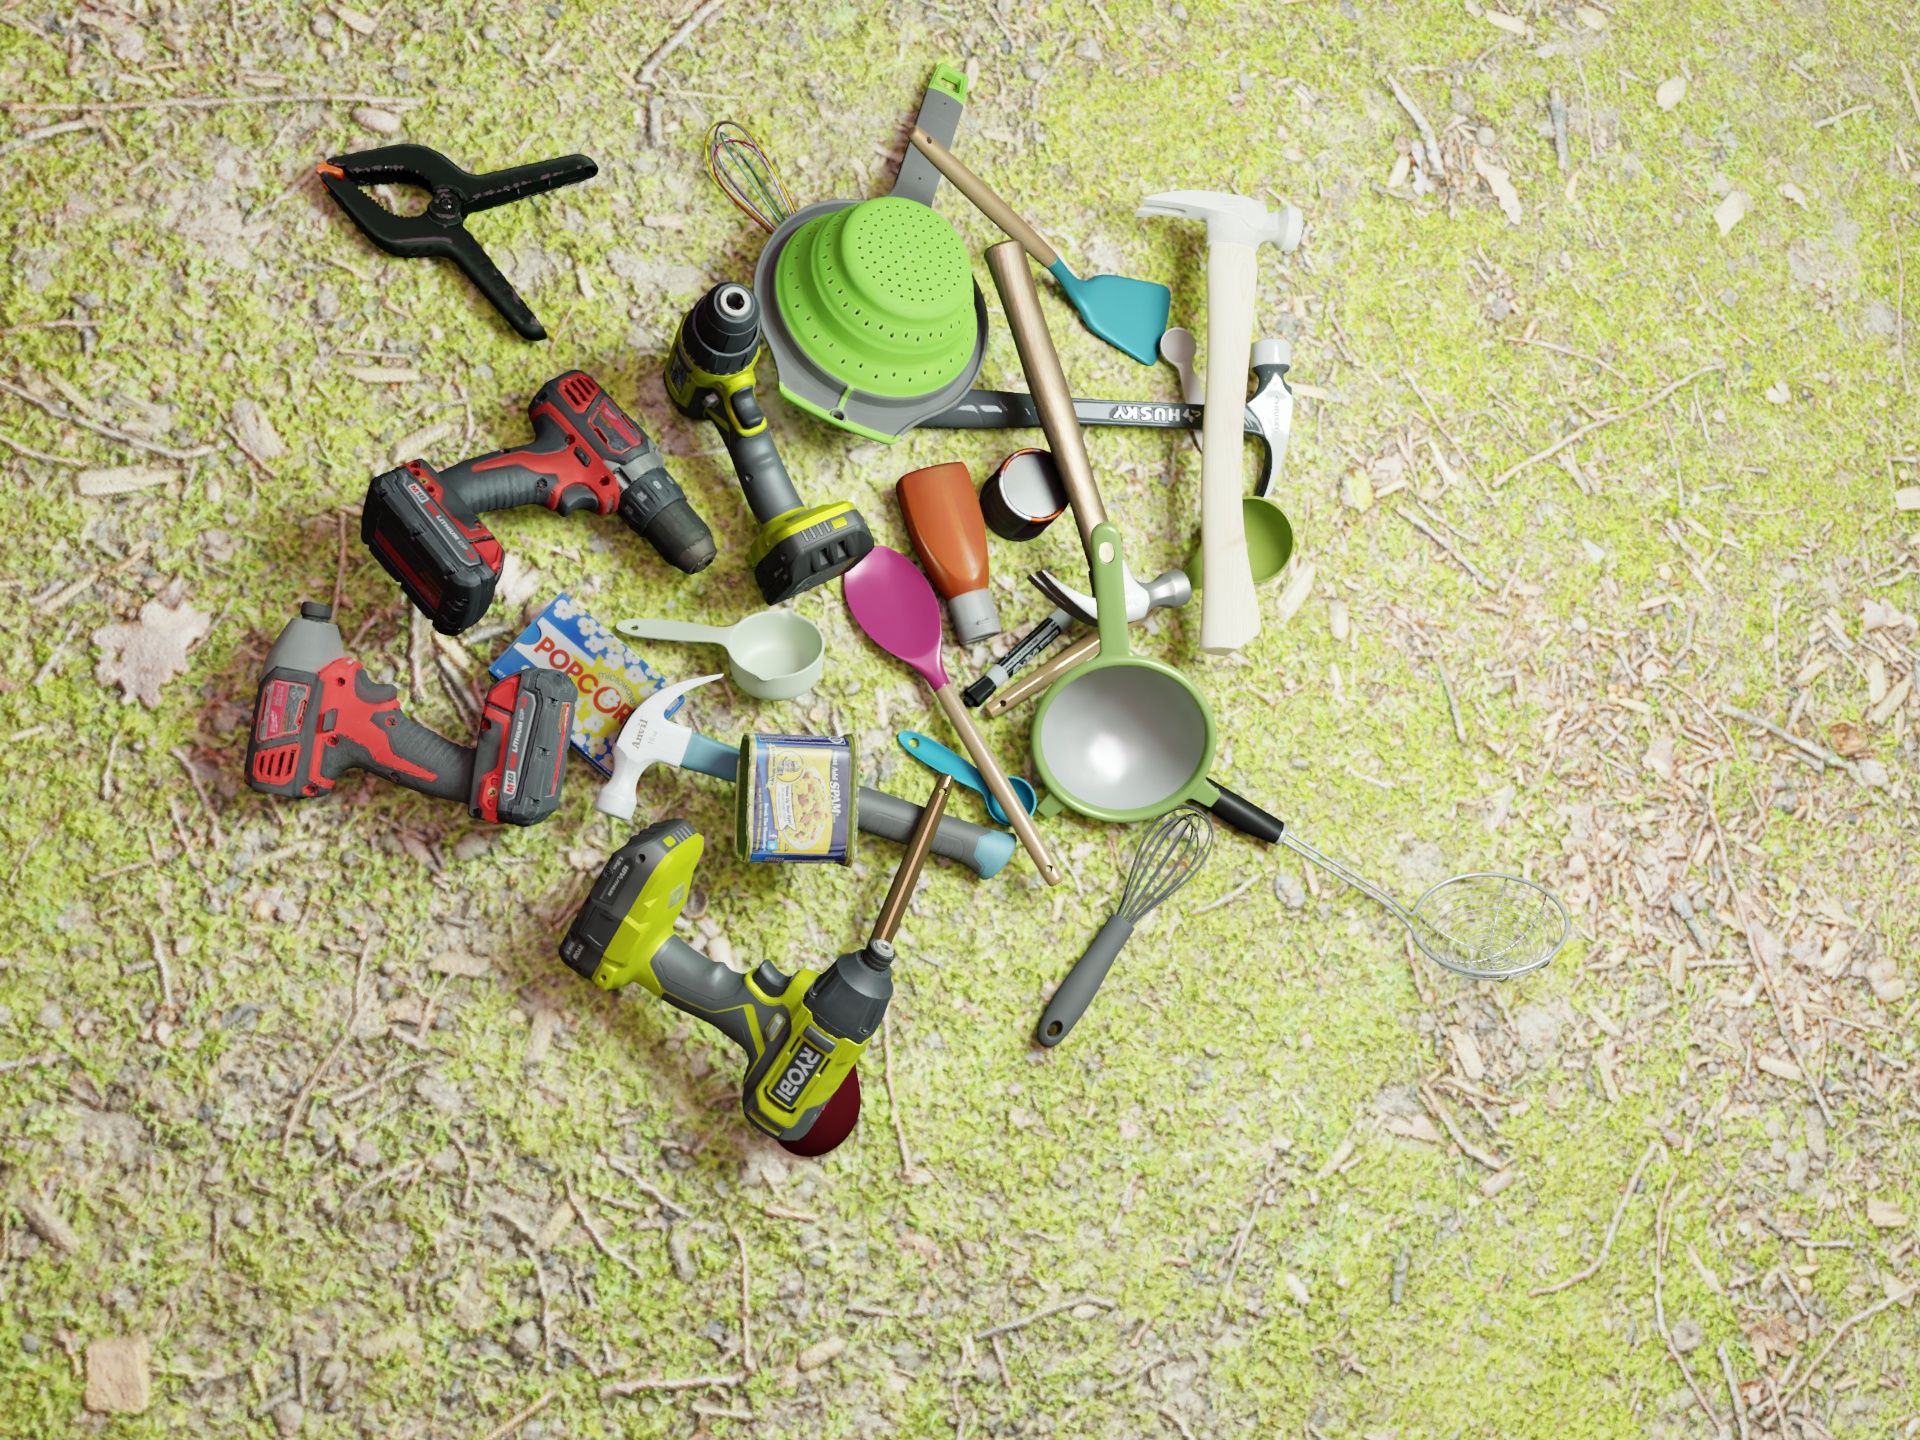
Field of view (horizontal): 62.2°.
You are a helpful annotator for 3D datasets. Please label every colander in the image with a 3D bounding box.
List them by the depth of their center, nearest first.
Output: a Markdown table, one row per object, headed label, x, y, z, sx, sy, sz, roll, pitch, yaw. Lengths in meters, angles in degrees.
| label | x | y | z | sx | sy | sz | roll | pitch | yaw |
| --- | --- | --- | --- | --- | --- | --- | --- | --- | --- |
| colander | -0.039 | -0.422 | 1.318 | 0.204 | 0.094 | 0.397 | 22 | 64 | -15 |

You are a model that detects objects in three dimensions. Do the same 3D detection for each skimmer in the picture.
| label | x | y | z | sx | sy | sz | roll | pitch | yaw |
| --- | --- | --- | --- | --- | --- | --- | --- | --- | --- |
| skimmer | 0.339 | 0.109 | 1.350 | 0.363 | 0.090 | 0.127 | 30 | 40 | -5 |

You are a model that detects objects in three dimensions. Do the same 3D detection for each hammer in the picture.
| label | x | y | z | sx | sy | sz | roll | pitch | yaw |
| --- | --- | --- | --- | --- | --- | --- | --- | --- | --- |
| hammer | -0.109 | 0.060 | 1.246 | 0.330 | 0.033 | 0.128 | 20 | 82 | -19 |
| hammer | 0.083 | -0.236 | 1.313 | 0.130 | 0.031 | 0.331 | -17 | 88 | -23 |
| hammer | 0.217 | -0.259 | 1.360 | 0.146 | 0.038 | 0.411 | 5 | 78 | -8 |
| hammer | 0.098 | -0.263 | 1.382 | 0.409 | 0.036 | 0.149 | -1 | 89 | -13 |

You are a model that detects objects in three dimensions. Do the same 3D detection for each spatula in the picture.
| label | x | y | z | sx | sy | sz | roll | pitch | yaw |
| --- | --- | --- | --- | --- | --- | --- | --- | --- | --- |
| spatula | 0.070 | -0.410 | 1.352 | 0.317 | 0.044 | 0.082 | 28 | 70 | -44 |

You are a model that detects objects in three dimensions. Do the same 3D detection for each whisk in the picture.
| label | x | y | z | sx | sy | sz | roll | pitch | yaw |
| --- | --- | --- | --- | --- | --- | --- | --- | --- | --- |
| whisk | 0.135 | 0.169 | 1.308 | 0.055 | 0.055 | 0.239 | 37 | 76 | -6 |
| whisk | -0.139 | -0.401 | 1.351 | 0.047 | 0.051 | 0.245 | -35 | 94 | 2 |

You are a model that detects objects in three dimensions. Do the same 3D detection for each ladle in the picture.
| label | x | y | z | sx | sy | sz | roll | pitch | yaw |
| --- | --- | --- | --- | --- | --- | --- | --- | --- | --- |
| ladle | -0.067 | 0.187 | 1.232 | 0.069 | 0.031 | 0.315 | 23 | 81 | -7 |
| ladle | 0.154 | -0.092 | 1.358 | 0.320 | 0.062 | 0.078 | -33 | 90 | -16 |

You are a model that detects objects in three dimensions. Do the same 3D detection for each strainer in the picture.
| label | x | y | z | sx | sy | sz | roll | pitch | yaw |
| --- | --- | --- | --- | --- | --- | --- | --- | --- | --- |
| strainer | 0.127 | -0.044 | 1.292 | 0.151 | 0.069 | 0.256 | -5 | 113 | 6 |

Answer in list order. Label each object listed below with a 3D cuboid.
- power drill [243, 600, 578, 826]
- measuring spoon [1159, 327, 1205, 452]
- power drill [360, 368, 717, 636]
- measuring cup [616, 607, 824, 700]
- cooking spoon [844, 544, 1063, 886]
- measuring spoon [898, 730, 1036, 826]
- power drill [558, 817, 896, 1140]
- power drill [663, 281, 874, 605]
| label | x | y | z | sx | sy | sz | roll | pitch | yaw |
| --- | --- | --- | --- | --- | --- | --- | --- | --- | --- |
| power drill | -0.400 | -0.002 | 1.157 | 0.219 | 0.078 | 0.143 | 9 | 89 | -2 |
| measuring spoon | 0.208 | -0.293 | 1.437 | 0.034 | 0.018 | 0.124 | -17 | 91 | -14 |
| power drill | -0.311 | -0.153 | 1.206 | 0.188 | 0.080 | 0.227 | 49 | 53 | 3 |
| measuring cup | -0.191 | -0.055 | 1.266 | 0.167 | 0.038 | 0.083 | 7 | 47 | 4 |
| cooking spoon | -0.002 | -0.004 | 1.303 | 0.069 | 0.017 | 0.319 | -28 | 81 | -12 |
| measuring spoon | 0.003 | 0.046 | 1.313 | 0.128 | 0.021 | 0.042 | 31 | 72 | 2 |
| power drill | -0.163 | 0.178 | 1.156 | 0.223 | 0.080 | 0.171 | 35 | 111 | 6 |
| power drill | -0.154 | -0.216 | 1.231 | 0.080 | 0.190 | 0.228 | -26 | 91 | -18 |
